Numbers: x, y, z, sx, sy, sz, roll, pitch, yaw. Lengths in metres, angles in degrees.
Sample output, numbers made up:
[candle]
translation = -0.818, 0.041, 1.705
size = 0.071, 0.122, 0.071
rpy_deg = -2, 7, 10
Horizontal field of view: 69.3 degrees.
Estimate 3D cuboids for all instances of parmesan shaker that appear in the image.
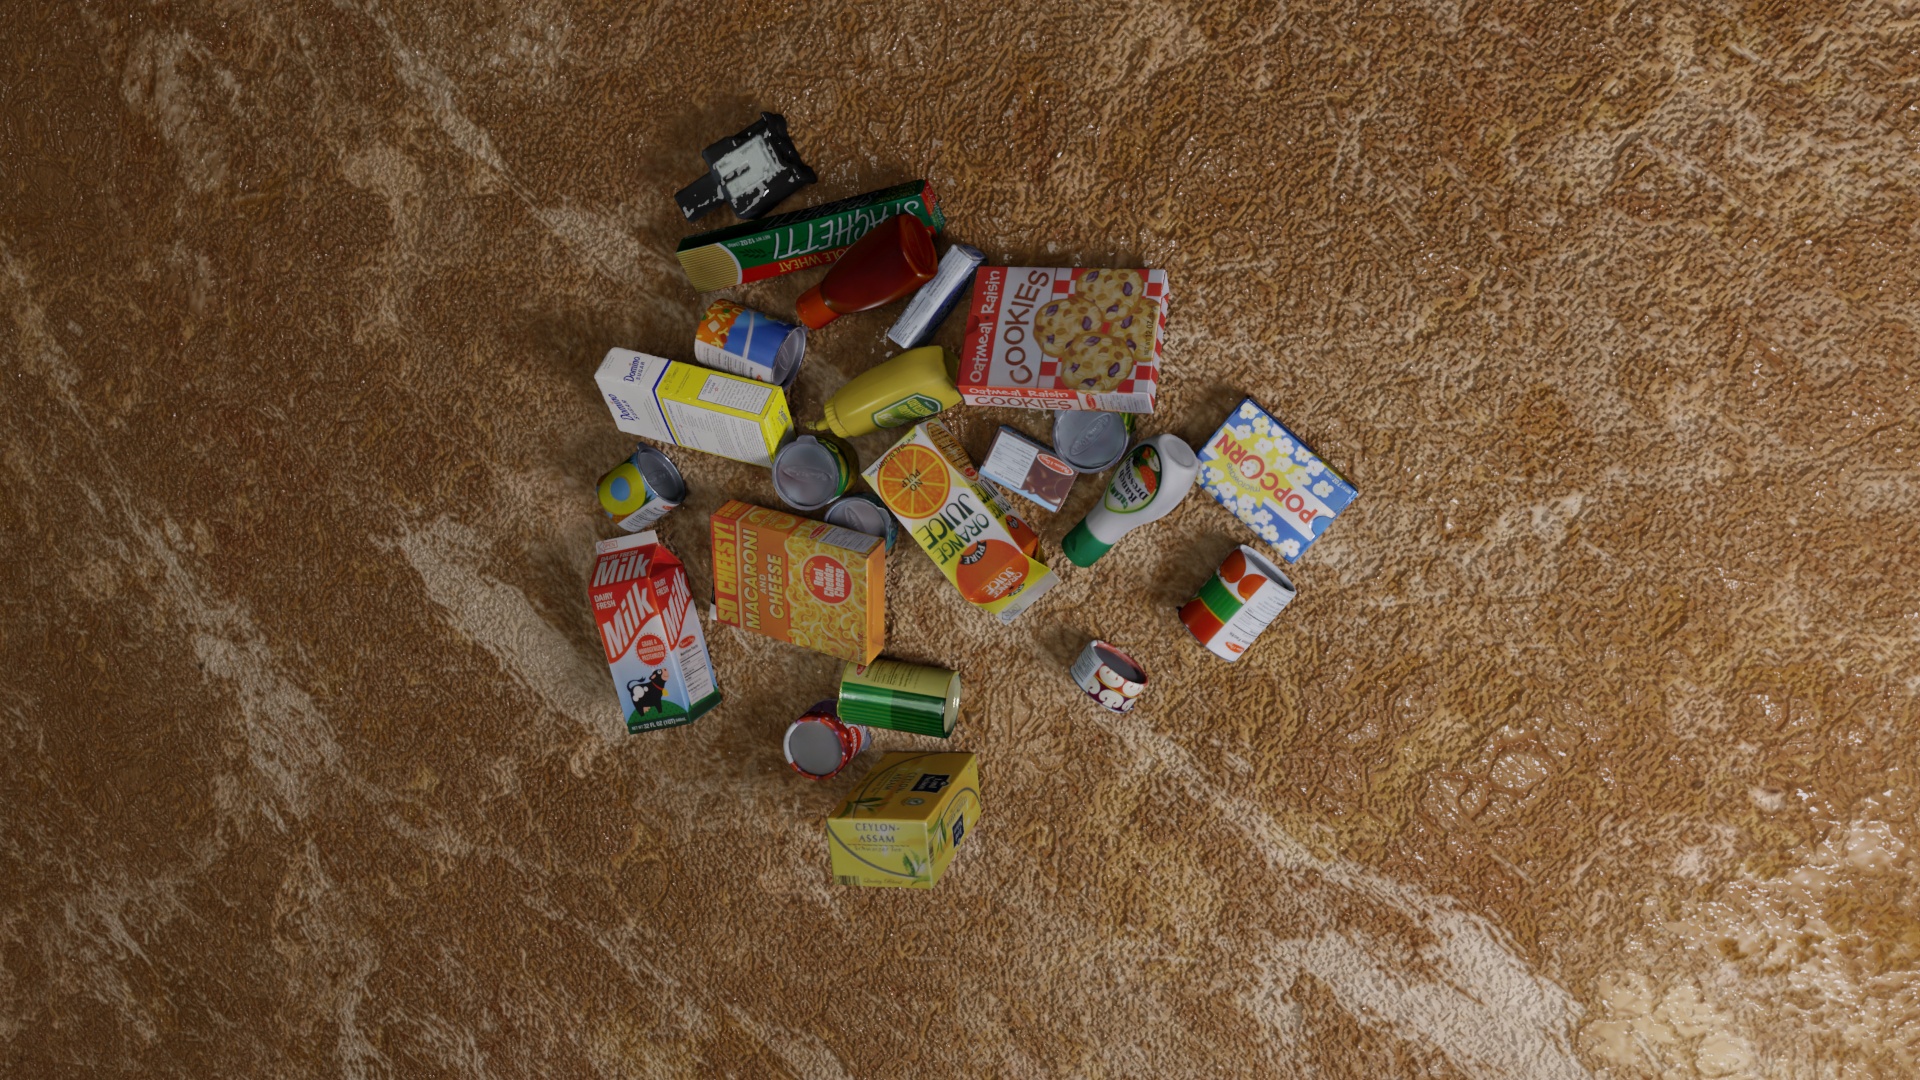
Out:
[parmesan shaker]
translation = -0.057, 0.151, 1.320
size = 0.103, 0.071, 0.071
rpy_deg = 7, 103, 14

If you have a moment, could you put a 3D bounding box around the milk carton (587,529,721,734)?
[milk carton]
translation = -0.307, 0.087, 1.377
size = 0.072, 0.073, 0.190
rpy_deg = -12, 97, 18

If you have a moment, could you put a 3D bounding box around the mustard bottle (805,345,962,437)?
[mustard bottle]
translation = -0.073, -0.128, 1.275
size = 0.160, 0.065, 0.049
rpy_deg = -21, 65, 23

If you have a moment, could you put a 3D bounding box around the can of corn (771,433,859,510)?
[can of corn]
translation = -0.135, -0.068, 1.306
size = 0.071, 0.058, 0.071
rpy_deg = 3, 102, 16

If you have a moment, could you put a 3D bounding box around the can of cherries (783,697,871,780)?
[can of cherries]
translation = -0.130, 0.194, 1.356
size = 0.071, 0.058, 0.071
rpy_deg = 3, 102, 16

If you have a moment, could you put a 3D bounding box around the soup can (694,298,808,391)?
[soup can]
translation = -0.195, -0.184, 1.298
size = 0.084, 0.071, 0.071
rpy_deg = 22, 106, 11

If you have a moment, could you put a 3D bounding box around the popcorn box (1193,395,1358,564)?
[popcorn box]
translation = 0.268, -0.054, 1.205
size = 0.127, 0.038, 0.085
rpy_deg = 41, 107, 5

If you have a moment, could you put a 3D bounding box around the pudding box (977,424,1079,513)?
[pudding box]
translation = 0.064, -0.066, 1.265
size = 0.084, 0.030, 0.049
rpy_deg = 27, 106, 9

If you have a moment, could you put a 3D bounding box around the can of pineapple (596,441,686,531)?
[can of pineapple]
translation = -0.312, -0.052, 1.356
size = 0.057, 0.071, 0.071
rpy_deg = -32, 91, 20

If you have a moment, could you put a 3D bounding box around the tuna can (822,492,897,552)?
[tuna can]
translation = -0.093, -0.013, 1.318
size = 0.071, 0.033, 0.071
rpy_deg = 3, 102, 15

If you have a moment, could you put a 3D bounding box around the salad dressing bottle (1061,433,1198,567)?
[salad dressing bottle]
translation = 0.146, -0.032, 1.224
size = 0.147, 0.044, 0.064
rpy_deg = -48, 52, 36

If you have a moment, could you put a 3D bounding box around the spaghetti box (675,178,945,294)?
[spaghetti box]
translation = -0.139, -0.277, 1.271
size = 0.250, 0.029, 0.050
rpy_deg = -9, 133, 18

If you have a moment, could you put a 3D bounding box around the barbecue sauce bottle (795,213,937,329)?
[barbecue sauce bottle]
translation = -0.088, -0.234, 1.245
size = 0.148, 0.044, 0.065
rpy_deg = -23, 84, 40

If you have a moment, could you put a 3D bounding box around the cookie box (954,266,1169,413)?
[cookie box]
translation = 0.089, -0.176, 1.200
size = 0.167, 0.040, 0.123
rpy_deg = 4, 68, 15

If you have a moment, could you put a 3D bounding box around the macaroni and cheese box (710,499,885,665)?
[macaroni and cheese box]
translation = -0.154, 0.039, 1.319
size = 0.166, 0.040, 0.123
rpy_deg = 14, 122, 20

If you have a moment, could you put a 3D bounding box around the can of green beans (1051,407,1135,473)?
[can of green beans]
translation = 0.119, -0.096, 1.229
size = 0.071, 0.058, 0.071
rpy_deg = 3, 102, 15

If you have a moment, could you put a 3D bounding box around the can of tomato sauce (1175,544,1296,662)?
[can of tomato sauce]
translation = 0.242, 0.053, 1.220
size = 0.071, 0.071, 0.083
rpy_deg = 40, 108, 5

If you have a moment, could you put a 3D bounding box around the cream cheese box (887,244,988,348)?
[cream cheese box]
translation = -0.020, -0.218, 1.247
size = 0.024, 0.053, 0.103
rpy_deg = 41, 108, 7

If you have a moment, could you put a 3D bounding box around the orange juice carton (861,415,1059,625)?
[orange juice carton]
translation = 0.005, -0.016, 1.269
size = 0.071, 0.073, 0.192
rpy_deg = -40, 89, 19

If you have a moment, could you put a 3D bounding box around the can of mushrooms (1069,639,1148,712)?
[can of mushrooms]
translation = 0.137, 0.124, 1.264
size = 0.071, 0.071, 0.033
rpy_deg = 36, 108, 6
